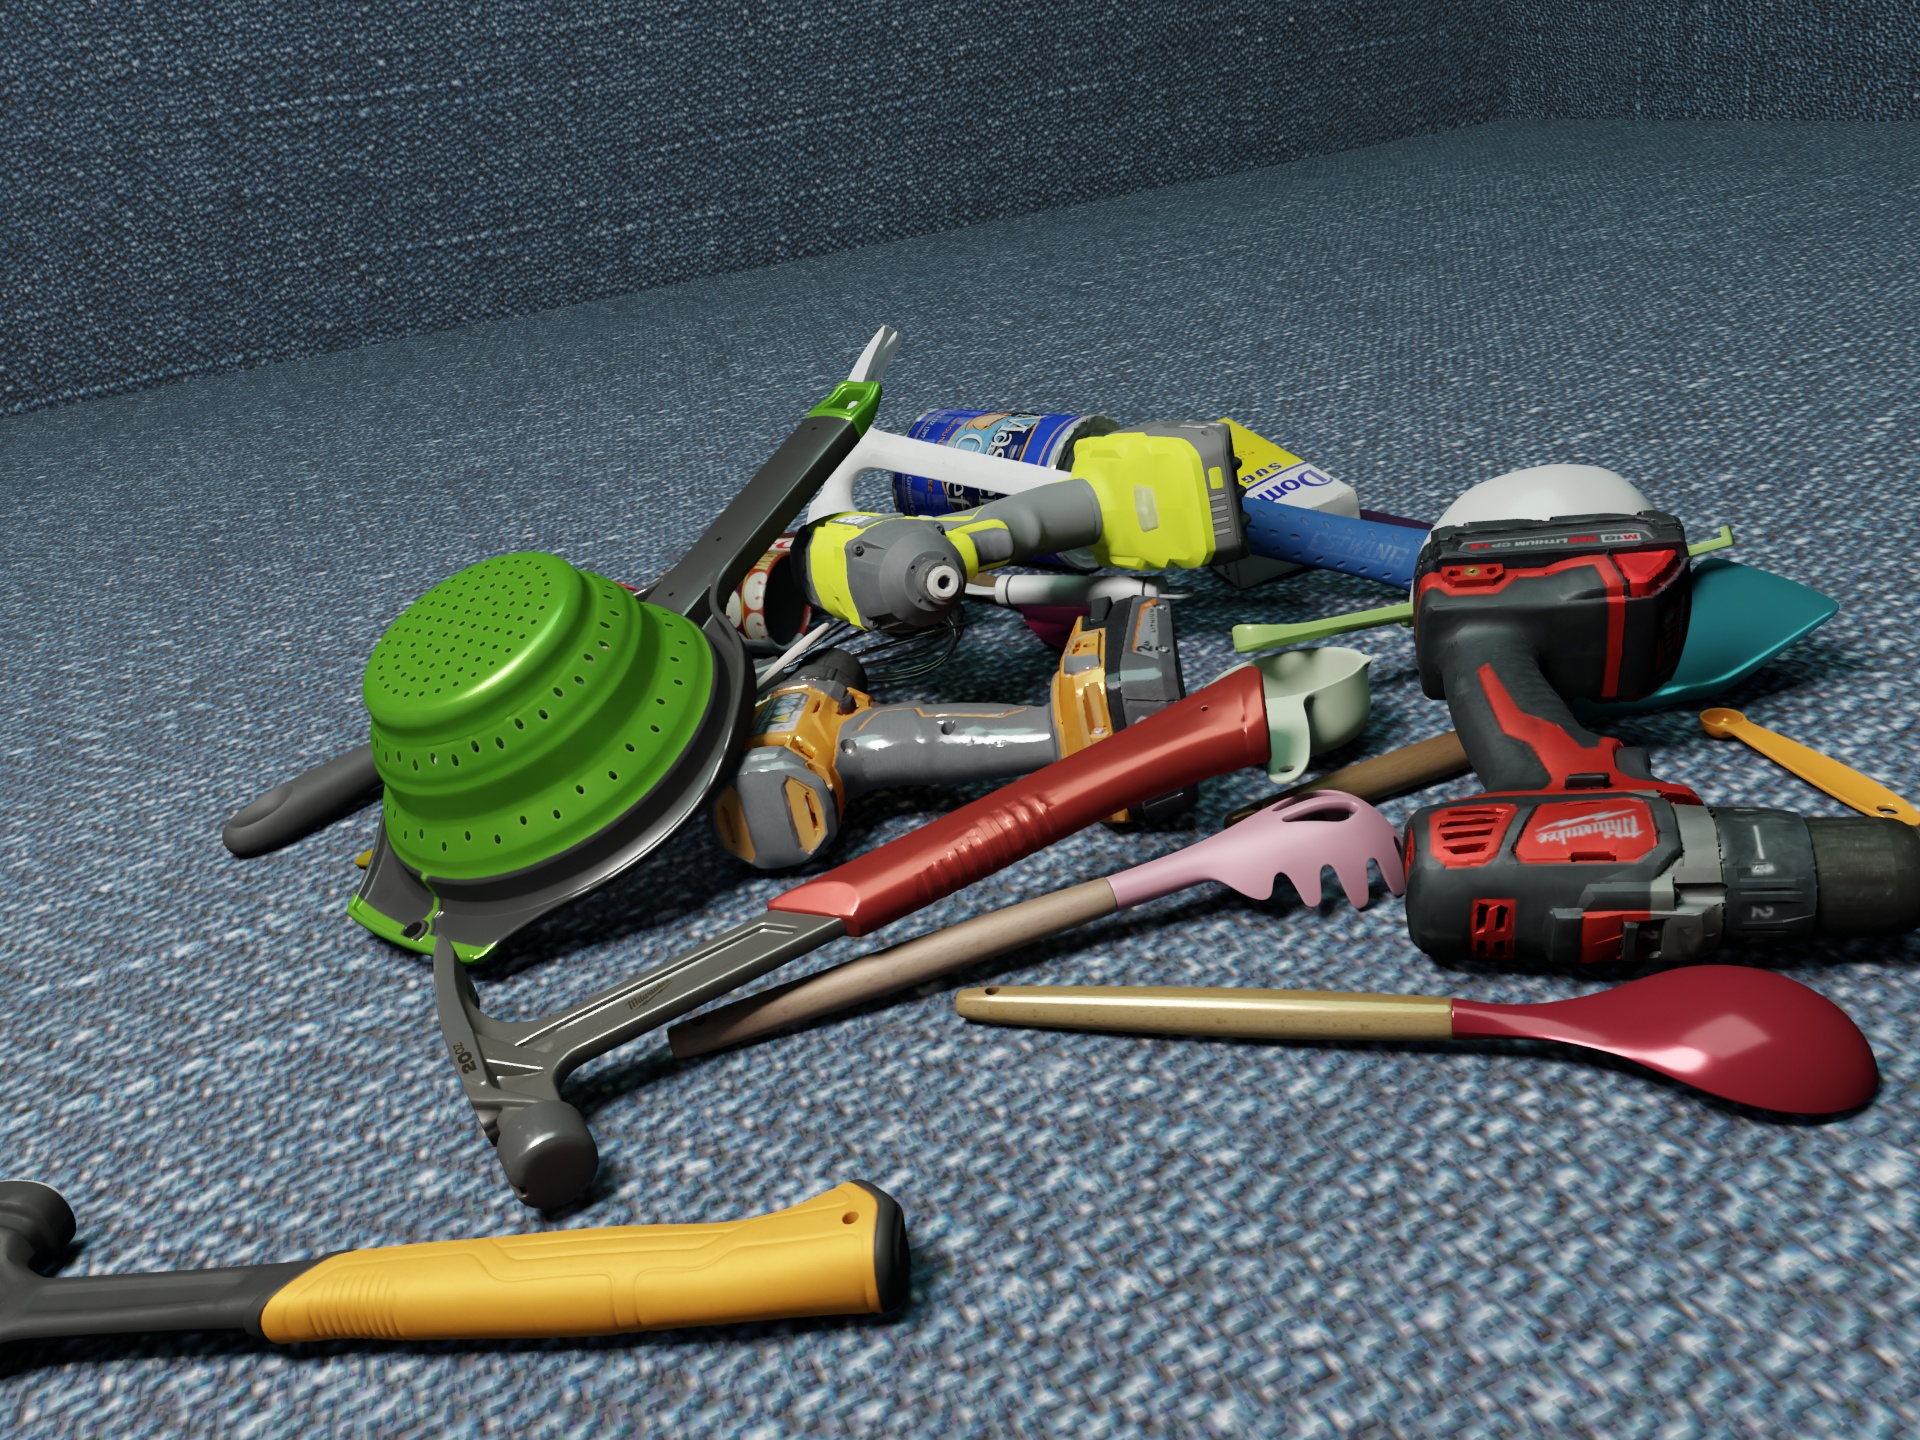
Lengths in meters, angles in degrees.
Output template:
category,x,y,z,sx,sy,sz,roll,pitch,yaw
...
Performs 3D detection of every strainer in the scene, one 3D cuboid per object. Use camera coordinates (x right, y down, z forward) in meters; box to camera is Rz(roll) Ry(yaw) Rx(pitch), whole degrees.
category,x,y,z,sx,sy,sz,roll,pitch,yaw
strainer,0.022,-0.077,0.972,0.258,0.050,0.087,3,22,31
strainer,0.253,-0.087,0.830,0.256,0.069,0.151,-11,0,-17

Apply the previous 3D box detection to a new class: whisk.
category,x,y,z,sx,sy,sz,roll,pitch,yaw
whisk,-0.289,-0.004,0.924,0.073,0.073,0.296,16,40,43
whisk,-0.104,-0.025,0.920,0.239,0.055,0.055,-19,25,-11

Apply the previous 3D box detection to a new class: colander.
category,x,y,z,sx,sy,sz,roll,pitch,yaw
colander,-0.165,-0.070,0.779,0.205,0.094,0.397,10,53,37

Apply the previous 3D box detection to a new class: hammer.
category,x,y,z,sx,sy,sz,roll,pitch,yaw
hammer,-0.183,0.183,0.494,0.337,0.034,0.127,-6,23,6
hammer,0.100,-0.142,0.982,0.405,0.144,0.035,14,7,17
hammer,-0.030,0.060,0.643,0.359,0.036,0.149,-25,33,-17

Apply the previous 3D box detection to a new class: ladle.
category,x,y,z,sx,sy,sz,roll,pitch,yaw
ladle,0.148,0.105,0.565,0.315,0.031,0.069,-2,25,19

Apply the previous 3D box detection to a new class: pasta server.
category,x,y,z,sx,sy,sz,roll,pitch,yaw
pasta server,0.037,0.086,0.648,0.316,0.040,0.060,-17,25,-9

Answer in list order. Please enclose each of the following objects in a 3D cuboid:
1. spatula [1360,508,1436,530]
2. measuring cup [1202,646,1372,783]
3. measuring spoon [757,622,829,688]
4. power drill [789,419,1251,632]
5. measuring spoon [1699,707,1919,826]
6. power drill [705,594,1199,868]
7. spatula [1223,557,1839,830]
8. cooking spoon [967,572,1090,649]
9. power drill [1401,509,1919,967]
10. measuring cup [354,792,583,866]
category,x,y,z,sx,sy,sz,roll,pitch,yaw
spatula,0.214,-0.153,1.123,0.060,0.018,0.316,-23,29,-28
measuring cup,0.155,0.009,0.741,0.083,0.038,0.168,-10,18,15
measuring spoon,-0.104,-0.029,0.825,0.034,0.018,0.124,-38,5,37
power drill,0.036,-0.099,0.856,0.223,0.080,0.171,-17,15,-19
measuring spoon,0.369,0.022,0.696,0.021,0.011,0.117,-15,28,-15
power drill,-0.001,-0.003,0.795,0.226,0.084,0.185,-9,22,9
spatula,0.263,-0.006,0.750,0.317,0.044,0.082,-18,29,-17
cooking spoon,0.018,-0.087,1.043,0.069,0.017,0.319,-39,34,-22
power drill,0.273,0.008,0.644,0.188,0.080,0.227,-2,39,14
measuring cup,-0.239,0.069,0.789,0.156,0.029,0.062,-10,26,28
